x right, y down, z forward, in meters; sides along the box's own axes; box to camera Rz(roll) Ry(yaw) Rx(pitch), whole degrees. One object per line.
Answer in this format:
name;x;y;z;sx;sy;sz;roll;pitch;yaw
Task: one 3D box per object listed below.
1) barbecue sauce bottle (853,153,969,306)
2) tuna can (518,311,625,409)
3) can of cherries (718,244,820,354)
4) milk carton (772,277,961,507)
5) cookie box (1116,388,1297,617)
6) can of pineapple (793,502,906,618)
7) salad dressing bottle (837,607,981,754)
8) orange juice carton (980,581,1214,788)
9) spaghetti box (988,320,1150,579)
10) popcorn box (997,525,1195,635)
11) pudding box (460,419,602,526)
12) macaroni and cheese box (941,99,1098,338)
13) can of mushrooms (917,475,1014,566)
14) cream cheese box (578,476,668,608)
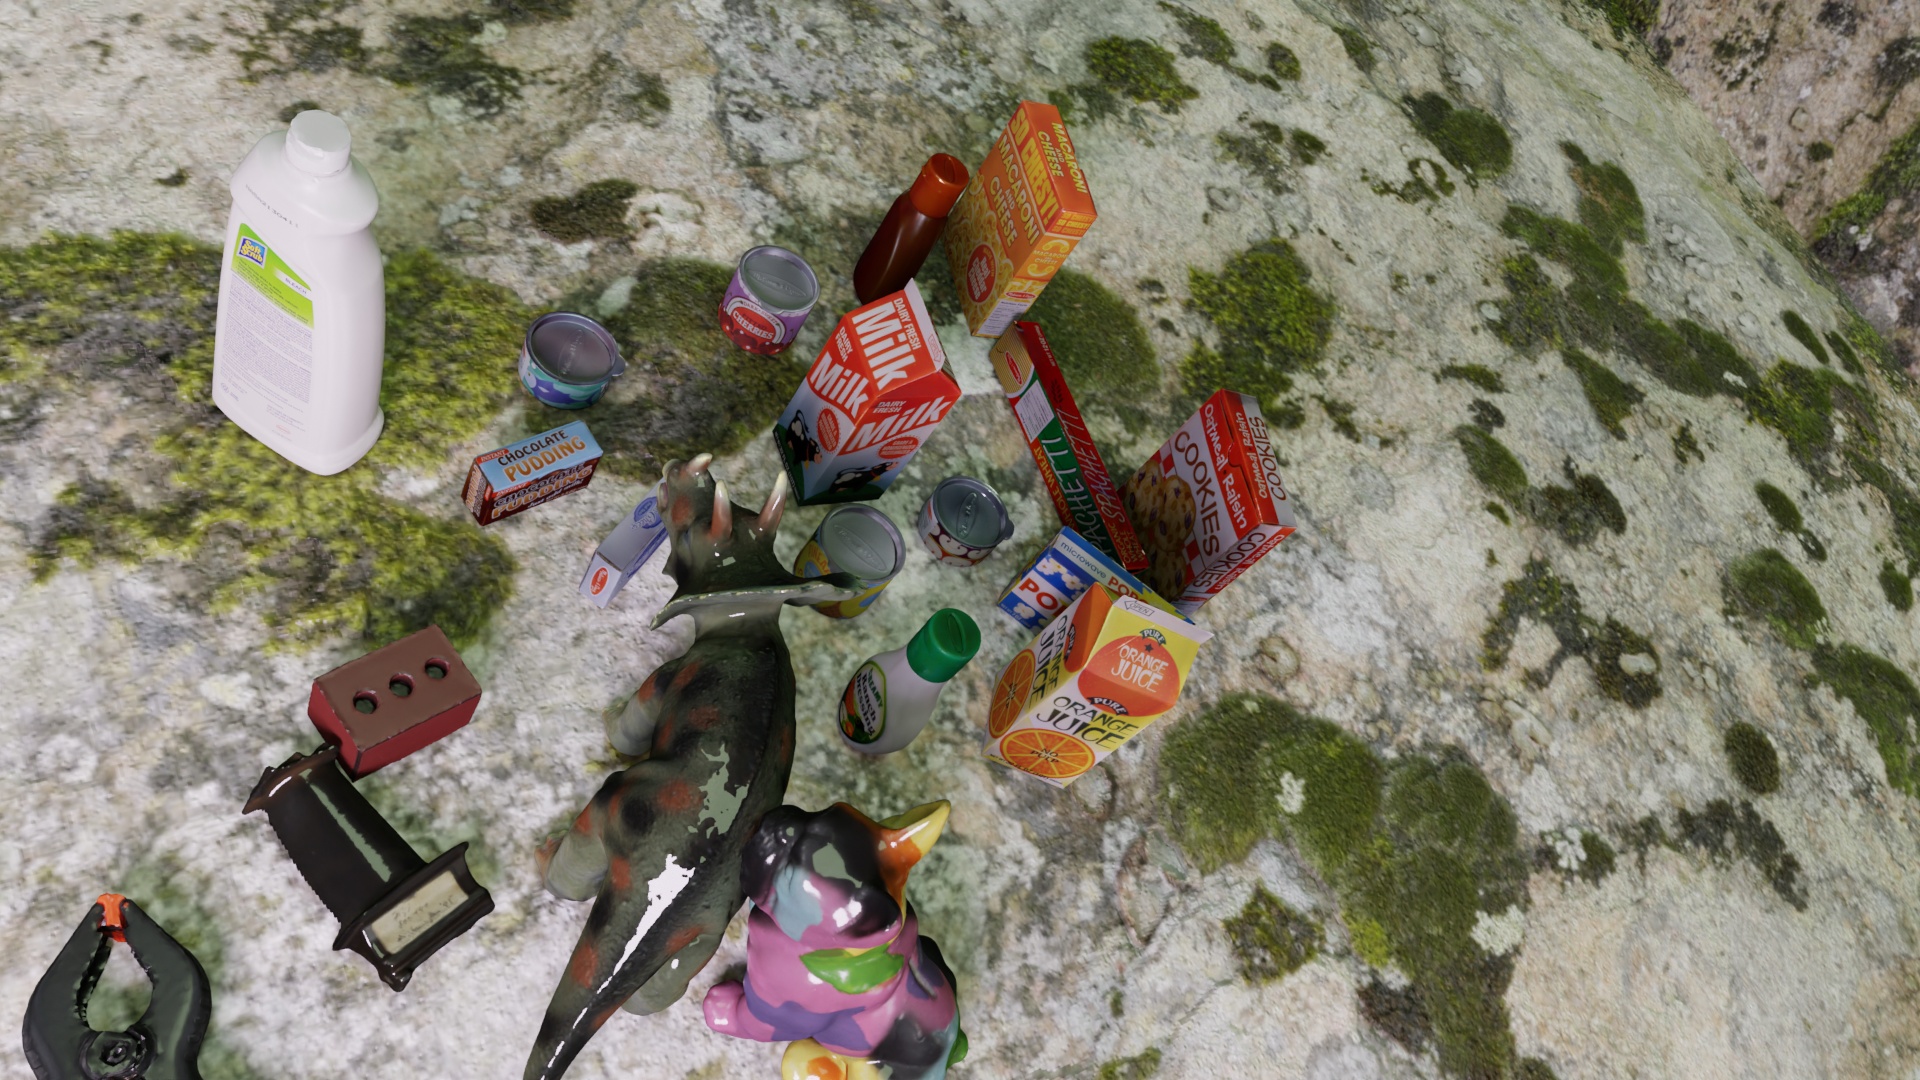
barbecue sauce bottle;-0.041;-0.255;1.146;0.044;0.147;0.065;11;55;-24
tuna can;-0.279;-0.128;0.998;0.071;0.032;0.071;15;53;-21
can of cherries;-0.153;-0.187;1.095;0.071;0.058;0.072;15;53;-21
milk carton;-0.063;-0.104;1.003;0.073;0.189;0.072;-7;64;-33
cookie box;0.189;-0.023;1.112;0.040;0.166;0.123;6;57;-28
can of pineapple;-0.082;0.016;1.000;0.071;0.057;0.071;15;53;-21
salad dressing bottle;-0.034;0.093;0.916;0.044;0.147;0.064;2;59;-30
orange juice carton;0.092;0.095;0.959;0.072;0.191;0.073;24;51;-15
spaghetti box;0.088;-0.069;1.162;0.029;0.050;0.251;-7;64;-34
popcorn box;0.102;0.056;1.063;0.126;0.084;0.038;37;49;-4
pudding box;-0.286;-0.046;0.928;0.084;0.049;0.030;-27;76;-40
macaroni and cheese box;0.047;-0.274;1.198;0.040;0.165;0.124;1;60;-30
can of mushrooms;0.004;-0.014;1.086;0.071;0.033;0.071;15;53;-21
cream cheese box;-0.215;-0.005;0.939;0.024;0.053;0.104;37;48;-4
